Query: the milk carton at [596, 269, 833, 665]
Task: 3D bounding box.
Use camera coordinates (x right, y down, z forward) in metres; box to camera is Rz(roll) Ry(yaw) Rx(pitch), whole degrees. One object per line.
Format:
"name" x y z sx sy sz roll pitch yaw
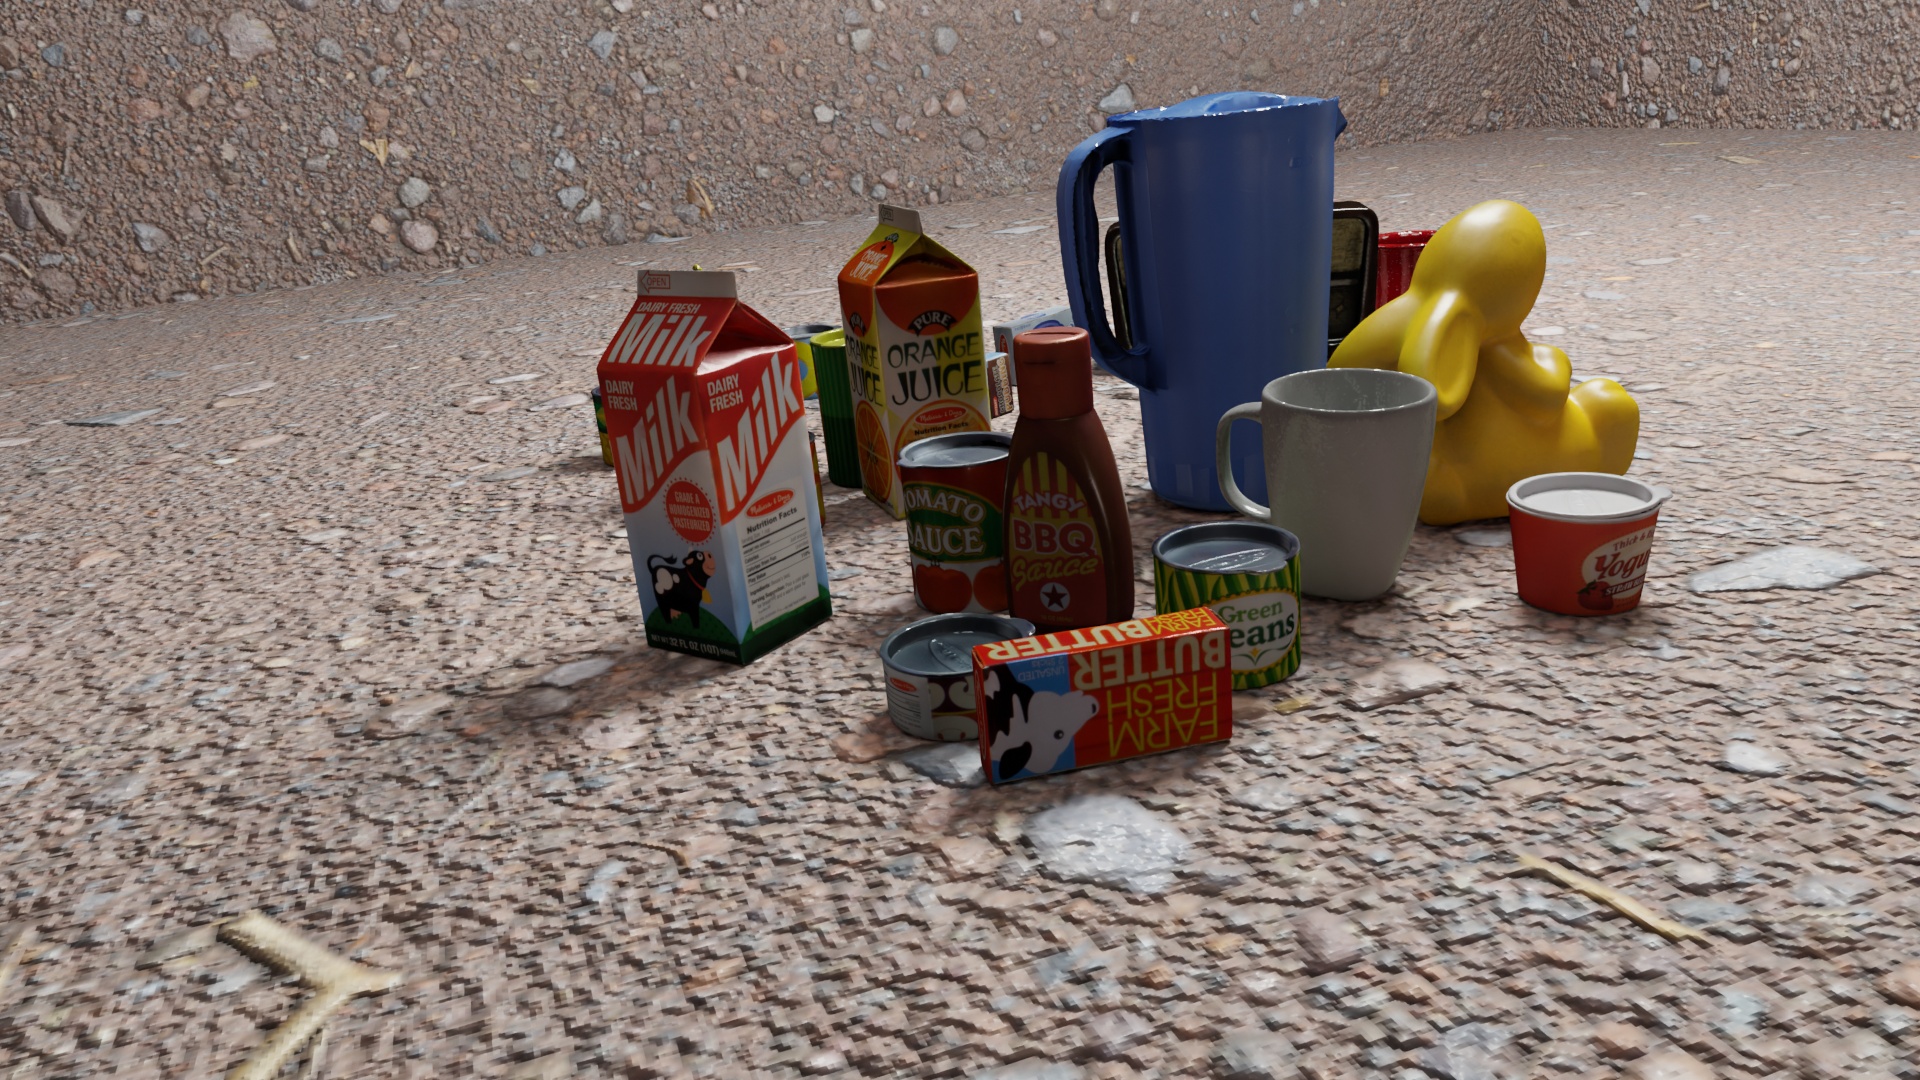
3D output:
"milk carton" -0.125 -0.042 0.703 0.072 0.189 0.074 8 23 35

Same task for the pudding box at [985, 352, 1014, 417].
"pudding box" 0.003 -0.131 1.145 0.084 0.049 0.030 11 25 41

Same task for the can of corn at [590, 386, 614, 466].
"can of corn" -0.252 -0.094 1.096 0.071 0.058 0.071 -5 19 2

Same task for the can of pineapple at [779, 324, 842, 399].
"can of pineapple" -0.140 -0.163 1.267 0.071 0.057 0.071 -5 19 2

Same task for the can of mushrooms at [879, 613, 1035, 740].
"can of mushrooms" 0.001 0.059 0.615 0.071 0.033 0.071 -5 19 2

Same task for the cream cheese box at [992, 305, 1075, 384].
"cream cheese box" 0.069 -0.177 1.255 0.024 0.053 0.104 9 23 37

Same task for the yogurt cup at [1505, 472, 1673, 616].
"yogurt cup" 0.297 0.002 0.666 0.072 0.053 0.072 -5 19 2

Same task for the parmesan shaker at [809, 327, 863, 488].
"parmesan shaker" -0.068 -0.094 0.974 0.071 0.102 0.071 -5 18 2

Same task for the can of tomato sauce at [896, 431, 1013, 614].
"can of tomato sauce" 0.003 -0.009 0.738 0.071 0.082 0.071 -5 19 2

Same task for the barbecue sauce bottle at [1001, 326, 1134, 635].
"barbecue sauce bottle" 0.050 -0.028 0.678 0.065 0.148 0.044 4 21 26

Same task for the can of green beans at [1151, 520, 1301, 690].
"can of green beans" 0.121 0.029 0.632 0.071 0.057 0.071 -5 19 2

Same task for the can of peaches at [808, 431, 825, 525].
"can of peaches" -0.122 -0.035 0.886 0.071 0.058 0.071 -5 19 2

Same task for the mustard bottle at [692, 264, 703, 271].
"mustard bottle" -0.171 -0.111 0.967 0.049 0.159 0.065 3 20 24

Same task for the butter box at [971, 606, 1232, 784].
"butter box" 0.058 0.062 0.560 0.104 0.053 0.024 -9 19 -10

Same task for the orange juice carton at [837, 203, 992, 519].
"orange juice carton" -0.030 -0.119 0.898 0.073 0.192 0.072 -12 20 -20
